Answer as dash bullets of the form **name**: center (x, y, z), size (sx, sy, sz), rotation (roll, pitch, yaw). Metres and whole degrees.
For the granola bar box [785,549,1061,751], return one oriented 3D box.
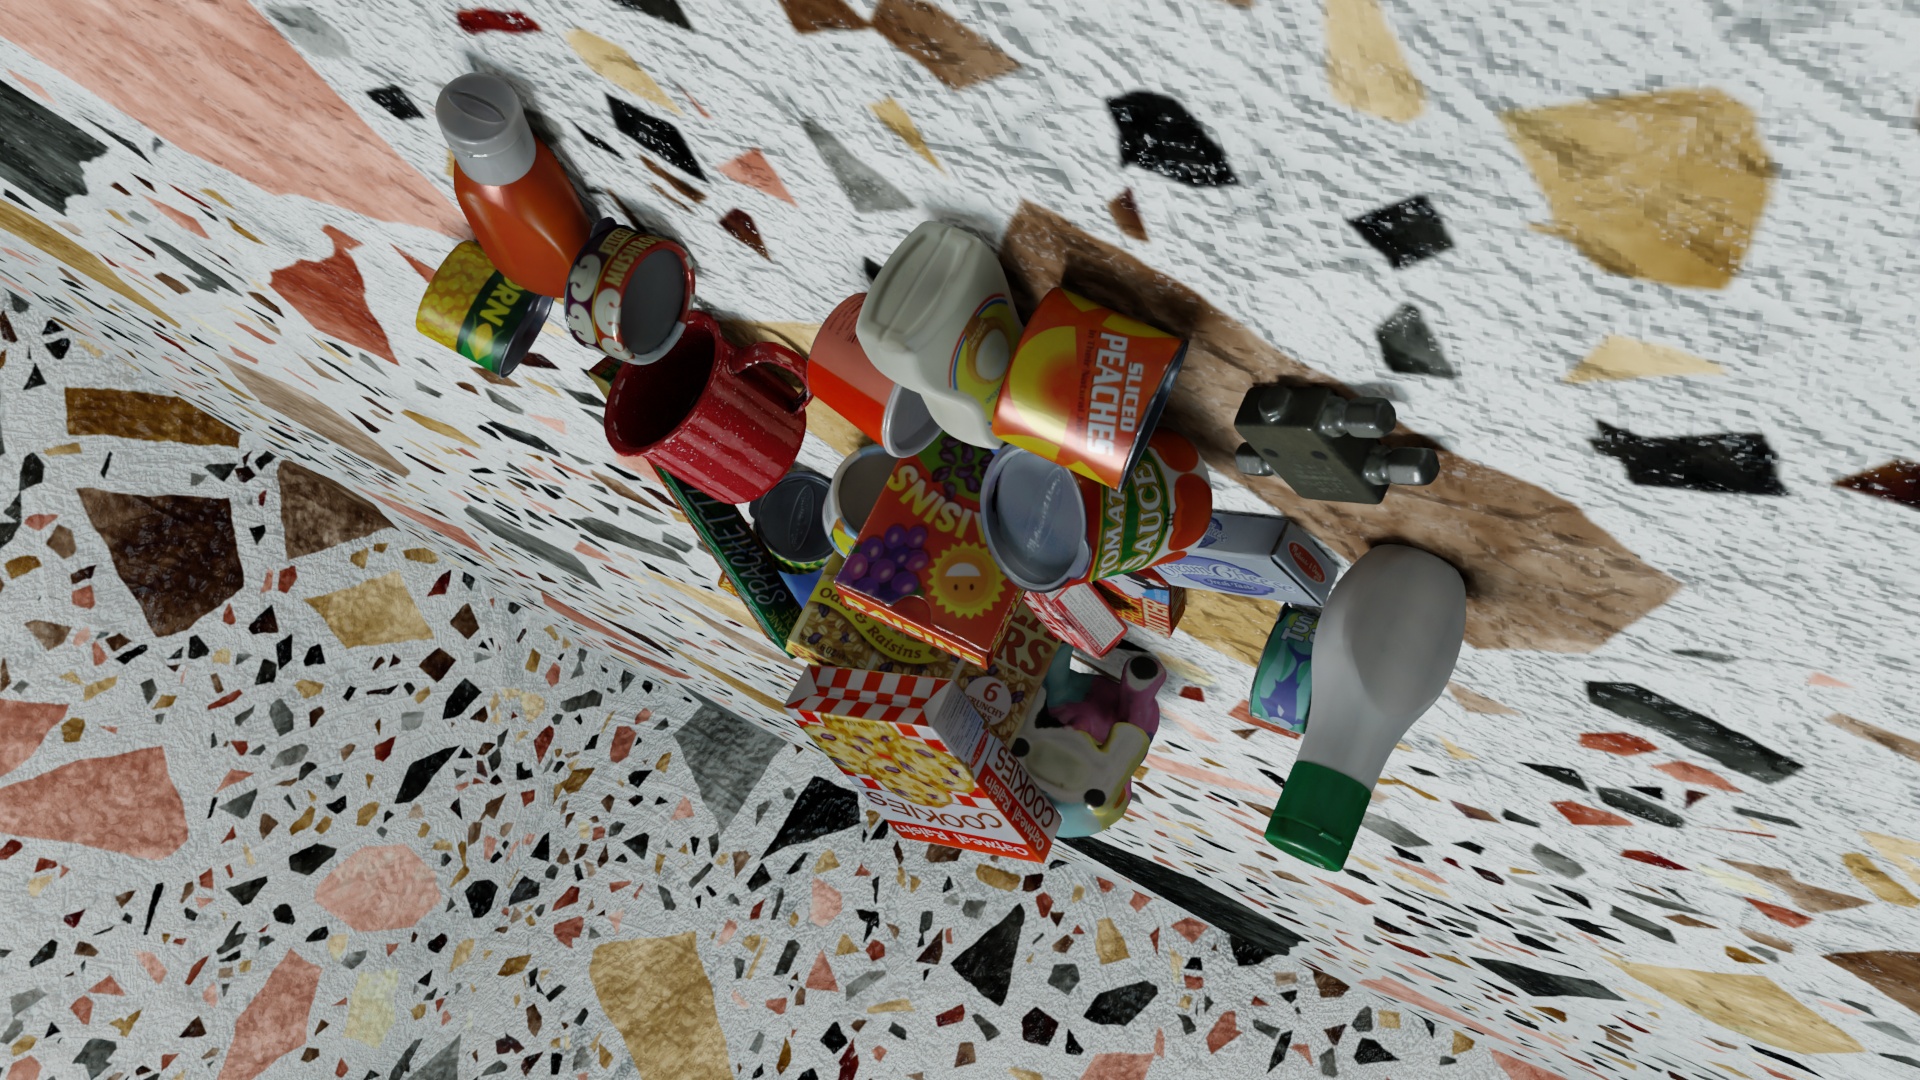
- **granola bar box**: center (-0.017, 0.054, 0.938), size (0.165, 0.124, 0.039), rotation (27, 162, -1)

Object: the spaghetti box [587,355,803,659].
- **spaghetti box**: center (-0.173, -0.020, 0.960), size (0.050, 0.029, 0.249), rotation (28, 152, 56)

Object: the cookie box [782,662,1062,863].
- **cookie box**: center (-0.022, 0.148, 0.919), size (0.123, 0.040, 0.167), rotation (1, 141, 37)

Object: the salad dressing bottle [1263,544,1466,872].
- **salad dressing bottle**: center (0.182, 0.075, 0.630), size (0.064, 0.148, 0.044), rotation (30, 164, -10)

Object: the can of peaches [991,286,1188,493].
- **can of peaches**: center (0.051, -0.060, 0.552), size (0.058, 0.071, 0.071), rotation (25, 165, 9)

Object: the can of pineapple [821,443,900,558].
- **can of pineapple**: center (-0.048, -0.021, 0.857), size (0.071, 0.071, 0.057), rotation (28, 164, -3)

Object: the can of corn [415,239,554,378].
- **can of corn**: center (-0.291, -0.144, 0.853), size (0.058, 0.071, 0.071), rotation (29, 165, -9)

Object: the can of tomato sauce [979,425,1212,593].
- **can of tomato sauce**: center (0.063, -0.015, 0.618), size (0.083, 0.071, 0.071), rotation (-11, -168, -39)

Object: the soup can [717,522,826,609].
- **soup can**: center (-0.163, 0.034, 1.222), size (0.084, 0.071, 0.071), rotation (30, 164, -13)

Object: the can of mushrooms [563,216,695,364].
- **can of mushrooms**: center (-0.167, -0.126, 0.703), size (0.033, 0.071, 0.071), rotation (21, 164, 20)

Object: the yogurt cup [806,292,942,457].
- **yogurt cup**: center (-0.034, -0.079, 0.642), size (0.054, 0.072, 0.072), rotation (30, 167, 19)

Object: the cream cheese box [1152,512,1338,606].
- **cream cheese box**: center (0.137, 0.007, 0.719), size (0.104, 0.024, 0.053), rotation (8, 156, 49)

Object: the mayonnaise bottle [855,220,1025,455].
- **mayonnaise bottle**: center (0.009, -0.073, 0.598), size (0.041, 0.065, 0.147), rotation (26, 170, 30)

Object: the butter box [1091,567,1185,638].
- **butter box**: center (0.106, 0.025, 0.831), size (0.053, 0.024, 0.103), rotation (22, 164, 18)

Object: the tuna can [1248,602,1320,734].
- **tuna can**: center (0.188, 0.070, 0.772), size (0.033, 0.071, 0.071), rotation (19, 163, 23)

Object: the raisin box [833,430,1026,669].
- **raisin box**: center (0.002, -0.009, 0.698), size (0.086, 0.123, 0.040), rotation (25, 165, 9)

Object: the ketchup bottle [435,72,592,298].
- **ketchup bottle**: center (-0.218, -0.171, 0.679), size (0.065, 0.043, 0.148), rotation (25, 165, 2)

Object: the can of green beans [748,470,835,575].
- **can of green beans**: center (-0.116, -0.012, 0.999), size (0.071, 0.071, 0.057), rotation (28, 165, -5)
